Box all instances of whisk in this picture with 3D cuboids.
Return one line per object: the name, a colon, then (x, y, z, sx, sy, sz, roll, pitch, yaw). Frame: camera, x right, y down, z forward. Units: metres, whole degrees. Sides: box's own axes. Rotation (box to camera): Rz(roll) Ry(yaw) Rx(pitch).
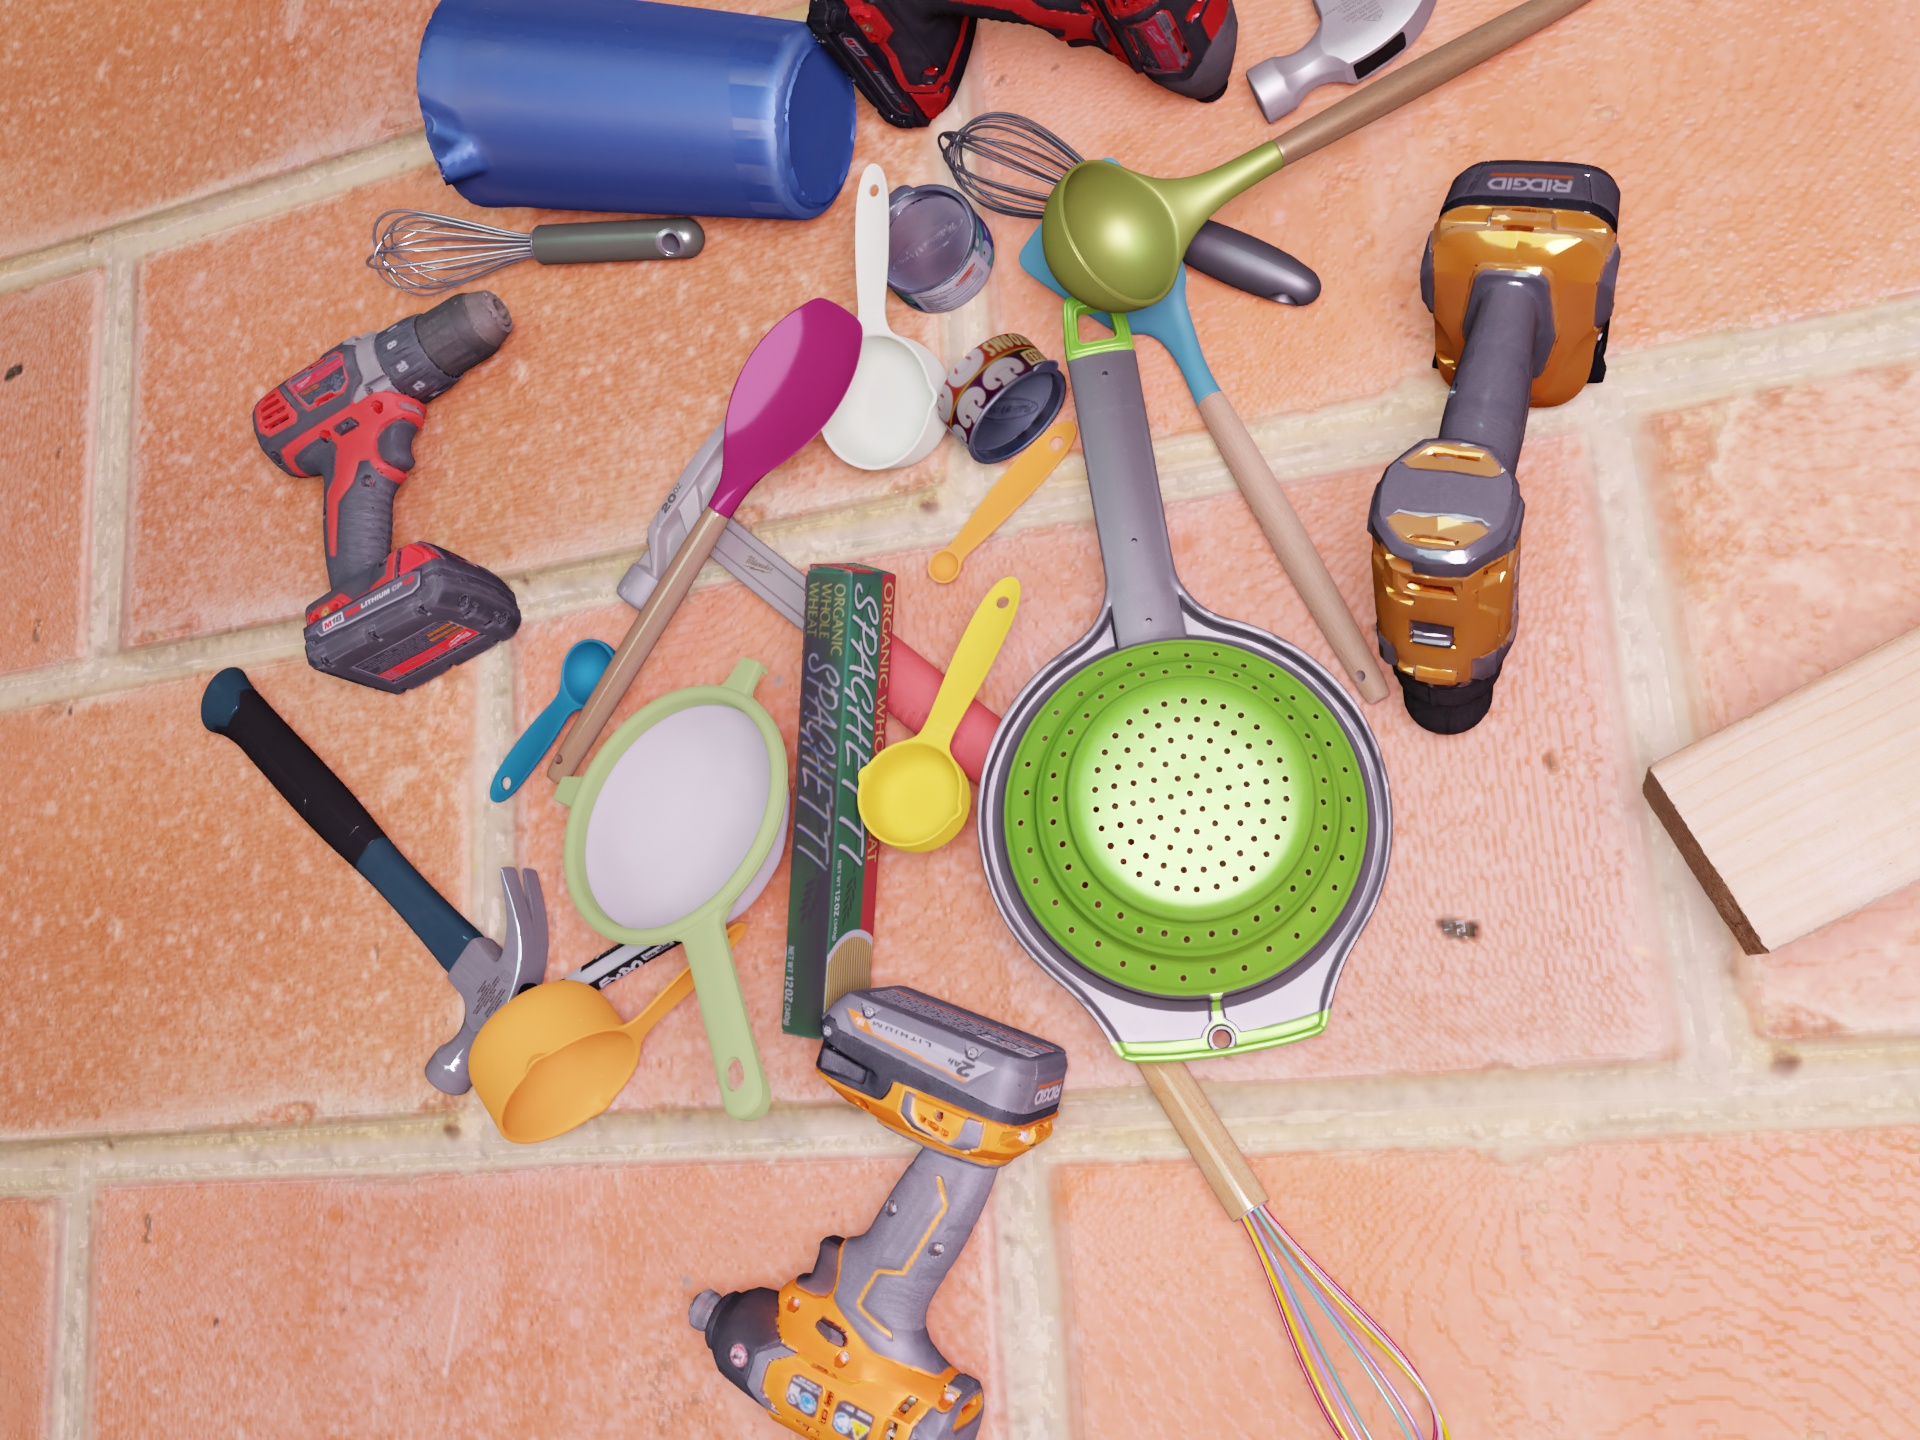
whisk: (0.153, 0.253, 0.758, 0.047, 0.051, 0.245, -29, 66, -7)
whisk: (-0.276, -0.305, 1.022, 0.246, 0.059, 0.057, 3, 125, 18)
whisk: (0.089, -0.277, 0.872, 0.239, 0.055, 0.055, 29, 92, 19)

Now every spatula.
spatula: (0.134, -0.145, 0.829, 0.082, 0.044, 0.318, -40, 69, 40)

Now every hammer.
hammer: (-0.378, 0.077, 0.998, 0.331, 0.033, 0.128, 39, 97, 23)
hammer: (-0.035, -0.036, 0.881, 0.359, 0.036, 0.149, 38, 96, 23)
hammer: (0.167, -0.496, 0.885, 0.130, 0.031, 0.331, -25, 72, 16)

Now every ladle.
ladle: (0.185, -0.299, 0.795, 0.320, 0.062, 0.078, -28, 95, -1)

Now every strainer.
strainer: (-0.127, 0.101, 0.854, 0.151, 0.069, 0.257, -32, 54, 15)

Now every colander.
colander: (0.094, -0.038, 0.766, 0.204, 0.094, 0.397, -9, 78, 4)

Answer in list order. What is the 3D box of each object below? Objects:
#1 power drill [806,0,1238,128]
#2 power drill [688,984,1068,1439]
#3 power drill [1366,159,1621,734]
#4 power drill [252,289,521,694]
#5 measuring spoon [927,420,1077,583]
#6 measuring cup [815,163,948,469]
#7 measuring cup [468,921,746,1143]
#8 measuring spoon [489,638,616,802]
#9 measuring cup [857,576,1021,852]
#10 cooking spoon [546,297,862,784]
power drill: (0.041, -0.383, 0.863, 0.220, 0.143, 0.078, 11, 81, 29)
power drill: (-0.047, 0.256, 0.812, 0.164, 0.084, 0.226, 17, 91, 24)
power drill: (0.242, -0.116, 0.734, 0.084, 0.185, 0.226, 11, 66, 23)
power drill: (-0.348, -0.151, 1.006, 0.188, 0.080, 0.227, -25, 70, 15)
measuring spoon: (0.025, -0.121, 0.888, 0.117, 0.011, 0.021, -48, 68, 4)
measuring cup: (-0.041, -0.225, 0.897, 0.083, 0.038, 0.167, 2, 95, 29)
measuring cup: (-0.199, 0.160, 0.898, 0.173, 0.095, 0.052, -42, 61, -10)
measuring spoon: (-0.246, 0.003, 0.972, 0.128, 0.021, 0.042, -49, 68, 17)
measuring cup: (-0.001, -0.003, 0.833, 0.062, 0.029, 0.156, 20, 76, 24)
cooking spoon: (-0.151, -0.097, 0.907, 0.069, 0.017, 0.319, 37, 99, 23)
